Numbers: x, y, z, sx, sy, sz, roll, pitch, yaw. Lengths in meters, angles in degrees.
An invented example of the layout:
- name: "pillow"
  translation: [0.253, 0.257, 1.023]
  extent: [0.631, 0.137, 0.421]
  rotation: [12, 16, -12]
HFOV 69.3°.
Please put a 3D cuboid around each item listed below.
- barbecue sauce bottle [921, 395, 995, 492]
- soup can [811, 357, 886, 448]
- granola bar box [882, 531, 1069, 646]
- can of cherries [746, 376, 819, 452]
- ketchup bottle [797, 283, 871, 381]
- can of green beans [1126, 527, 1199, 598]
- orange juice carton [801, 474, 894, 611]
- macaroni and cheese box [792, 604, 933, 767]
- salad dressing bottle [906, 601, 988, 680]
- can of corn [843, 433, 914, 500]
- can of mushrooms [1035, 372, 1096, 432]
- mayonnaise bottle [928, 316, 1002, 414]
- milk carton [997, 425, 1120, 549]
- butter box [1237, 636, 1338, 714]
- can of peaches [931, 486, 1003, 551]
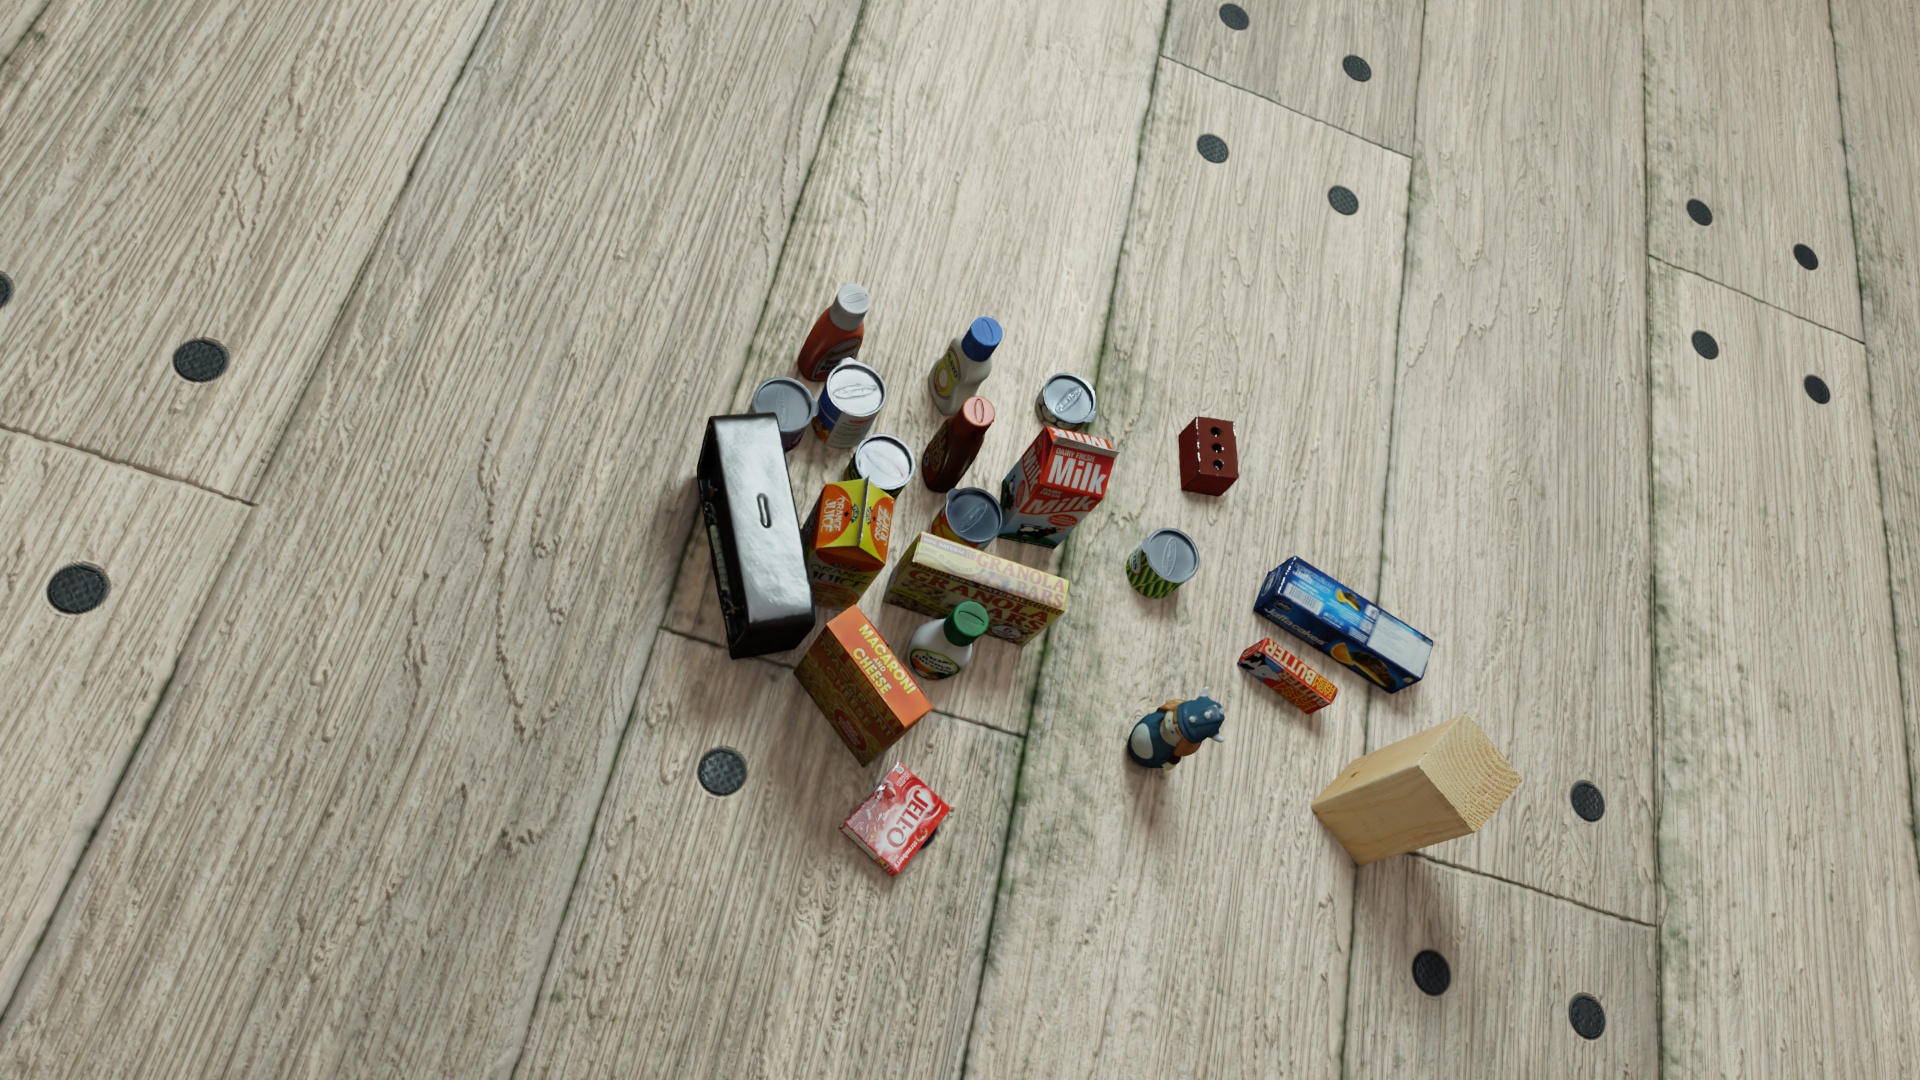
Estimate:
- name: "barbecue sauce bottle"
  translation: [-0.002, -0.107, 1.500]
  extent: [0.044, 0.148, 0.065]
  rotation: [6, 67, -16]
- name: "soup can"
  translation: [-0.123, -0.149, 1.513]
  extent: [0.071, 0.083, 0.071]
  rotation: [7, 66, -16]
- name: "granola bar box"
  translation: [0.015, 0.052, 1.452]
  extent: [0.165, 0.123, 0.039]
  rotation: [19, 64, -11]
- name: "can of cherries"
  translation: [-0.193, -0.133, 1.497]
  extent: [0.071, 0.058, 0.072]
  rotation: [7, 66, -16]
- name: "ketchup bottle"
  translation: [-0.133, -0.226, 1.505]
  extent: [0.065, 0.148, 0.043]
  rotation: [-20, 76, -25]
- name: "can of green beans"
  translation: [0.228, 0.026, 1.573]
  extent: [0.071, 0.057, 0.071]
  rotation: [7, 66, -16]
- name: "orange juice carton"
  translation: [-0.118, 0.003, 1.389]
  extent: [0.073, 0.192, 0.072]
  rotation: [13, 65, -13]
- name: "macaroni and cheese box"
  translation: [-0.098, 0.144, 1.351]
  extent: [0.040, 0.165, 0.124]
  rotation: [-34, 82, -27]
- name: "salad dressing bottle"
  translation: [-0.012, 0.101, 1.409]
  extent: [0.064, 0.147, 0.044]
  rotation: [26, 63, -7]
- name: "can of corn"
  translation: [-0.090, -0.072, 1.506]
  extent: [0.071, 0.058, 0.071]
  rotation: [7, 66, -16]
- name: "can of mushrooms"
  translation: [0.125, -0.159, 1.630]
  extent: [0.071, 0.033, 0.071]
  rotation: [7, 66, -16]
- name: "mayonnaise bottle"
  translation: [0.006, -0.197, 1.541]
  extent: [0.041, 0.147, 0.065]
  rotation: [-12, 73, -23]
- name: "milk carton"
  translation: [0.103, -0.063, 1.493]
  extent: [0.072, 0.189, 0.074]
  rotation: [12, 65, -14]
- name: "butter box"
  translation: [0.370, 0.153, 1.570]
  extent: [0.103, 0.053, 0.024]
  rotation: [36, 62, -2]
- name: "can of peaches"
  translation: [0.005, -0.019, 1.516]
  extent: [0.071, 0.057, 0.071]
  rotation: [7, 66, -16]
